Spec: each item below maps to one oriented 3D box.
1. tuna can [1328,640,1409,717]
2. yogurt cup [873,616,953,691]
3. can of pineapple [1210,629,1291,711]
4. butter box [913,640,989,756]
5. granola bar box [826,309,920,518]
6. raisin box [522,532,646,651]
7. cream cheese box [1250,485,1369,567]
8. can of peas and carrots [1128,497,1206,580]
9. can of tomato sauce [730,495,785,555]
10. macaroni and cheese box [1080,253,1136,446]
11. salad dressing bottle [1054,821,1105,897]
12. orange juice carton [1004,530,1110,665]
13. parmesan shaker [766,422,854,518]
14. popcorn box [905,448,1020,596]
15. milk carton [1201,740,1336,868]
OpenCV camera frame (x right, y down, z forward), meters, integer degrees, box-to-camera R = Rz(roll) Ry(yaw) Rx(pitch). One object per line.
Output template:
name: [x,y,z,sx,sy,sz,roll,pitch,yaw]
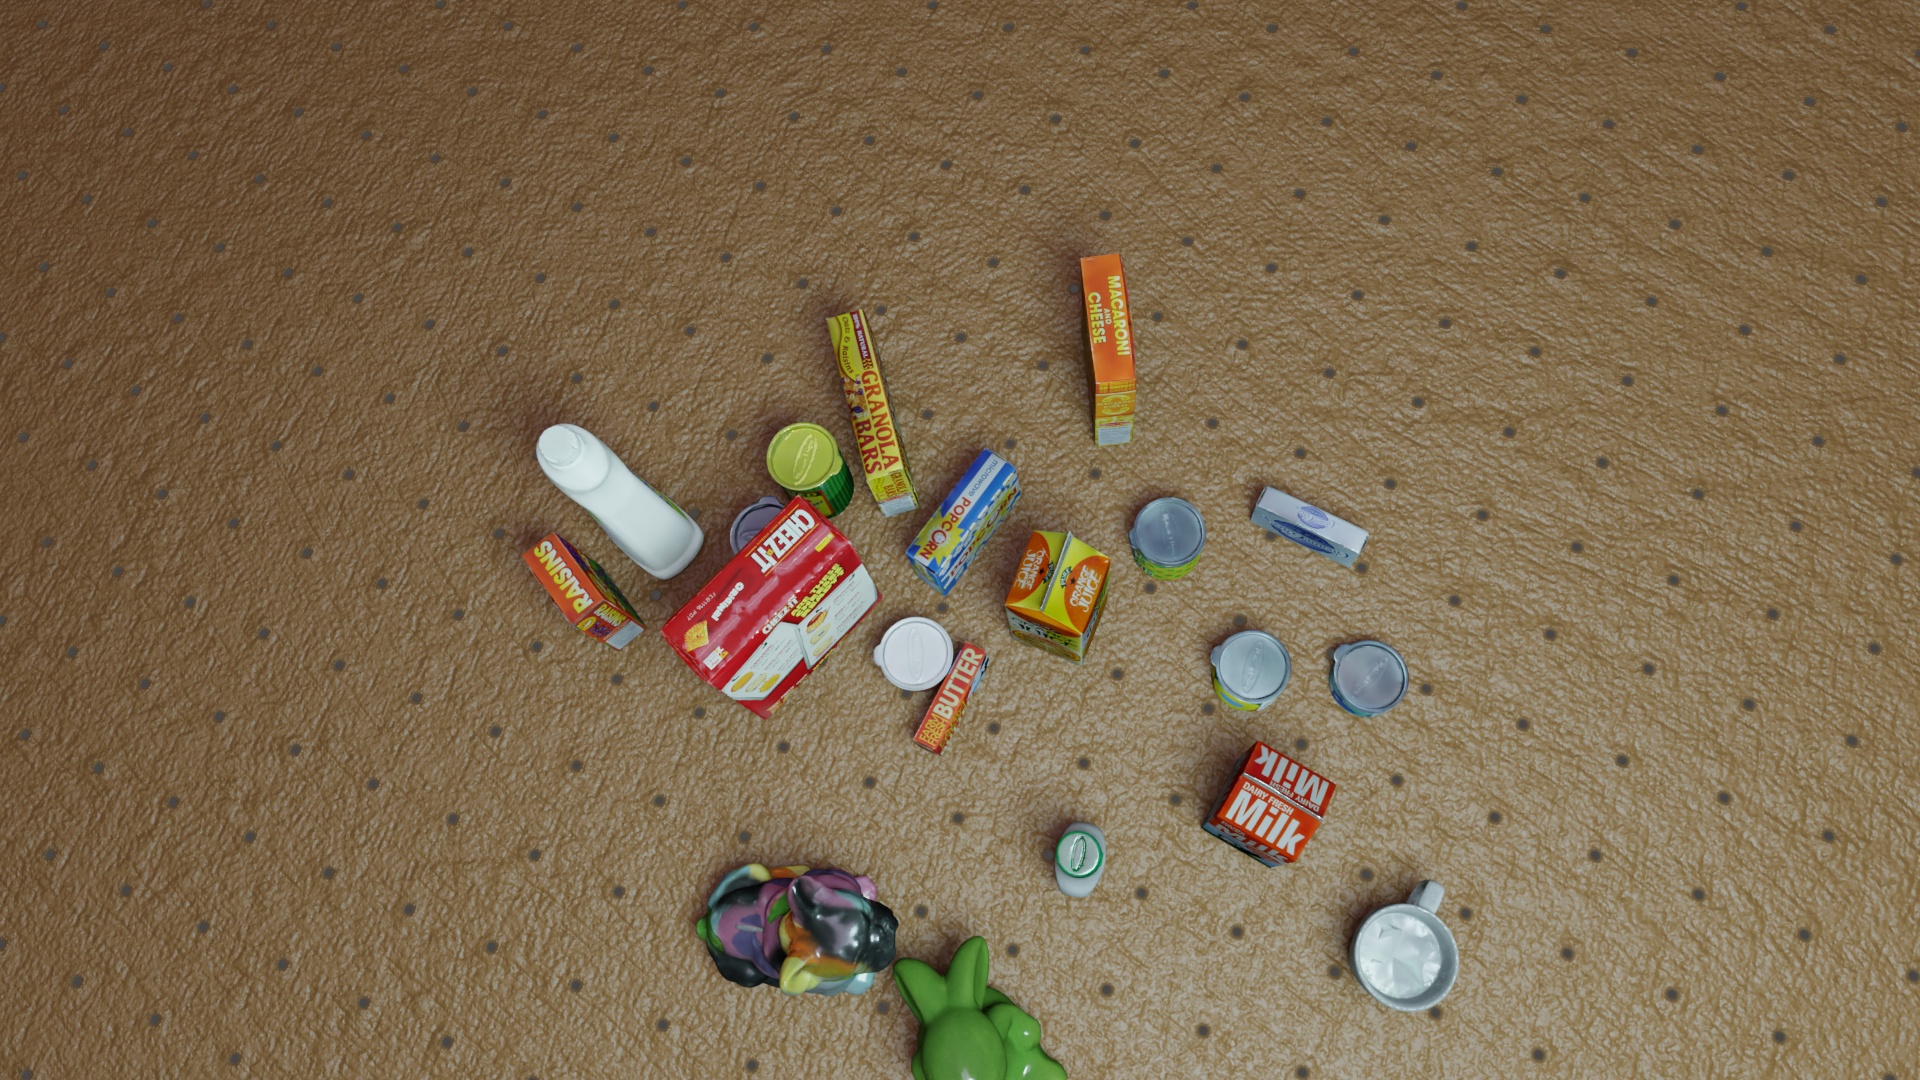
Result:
tuna can: [0.366,0.124,1.255,0.071,0.032,0.071,-1,74,5]
yogurt cup: [-0.039,0.109,1.284,0.072,0.054,0.072,-1,74,5]
can of pineapple: [0.260,0.117,1.253,0.071,0.057,0.071,-1,74,5]
butter box: [-0.007,0.146,1.271,0.024,0.053,0.104,26,78,11]
granola bar box: [-0.081,-0.118,1.317,0.039,0.124,0.166,-15,73,1]
raisin box: [-0.349,0.049,1.292,0.040,0.123,0.086,-38,75,-6]
cream cheese box: [0.323,-0.013,1.288,0.104,0.053,0.024,26,78,12]
can of peas and carrots: [0.191,0.000,1.293,0.071,0.058,0.071,-1,74,5]
can of tomato sauce: [-0.175,0.004,1.311,0.071,0.083,0.071,-1,74,5]
macaroni and cheese box: [0.137,-0.174,1.292,0.040,0.166,0.124,-6,74,3]
salad dressing bottle: [0.101,0.268,1.176,0.044,0.147,0.064,12,76,8]
orange juice carton: [0.086,0.049,1.218,0.073,0.192,0.072,20,77,10]
parmesan shaker: [-0.138,-0.063,1.317,0.071,0.103,0.071,-1,74,5]
popcorn box: [0.005,-0.016,1.300,0.038,0.085,0.127,35,80,13]
milk carton: [0.256,0.220,1.154,0.072,0.190,0.073,29,79,12]
